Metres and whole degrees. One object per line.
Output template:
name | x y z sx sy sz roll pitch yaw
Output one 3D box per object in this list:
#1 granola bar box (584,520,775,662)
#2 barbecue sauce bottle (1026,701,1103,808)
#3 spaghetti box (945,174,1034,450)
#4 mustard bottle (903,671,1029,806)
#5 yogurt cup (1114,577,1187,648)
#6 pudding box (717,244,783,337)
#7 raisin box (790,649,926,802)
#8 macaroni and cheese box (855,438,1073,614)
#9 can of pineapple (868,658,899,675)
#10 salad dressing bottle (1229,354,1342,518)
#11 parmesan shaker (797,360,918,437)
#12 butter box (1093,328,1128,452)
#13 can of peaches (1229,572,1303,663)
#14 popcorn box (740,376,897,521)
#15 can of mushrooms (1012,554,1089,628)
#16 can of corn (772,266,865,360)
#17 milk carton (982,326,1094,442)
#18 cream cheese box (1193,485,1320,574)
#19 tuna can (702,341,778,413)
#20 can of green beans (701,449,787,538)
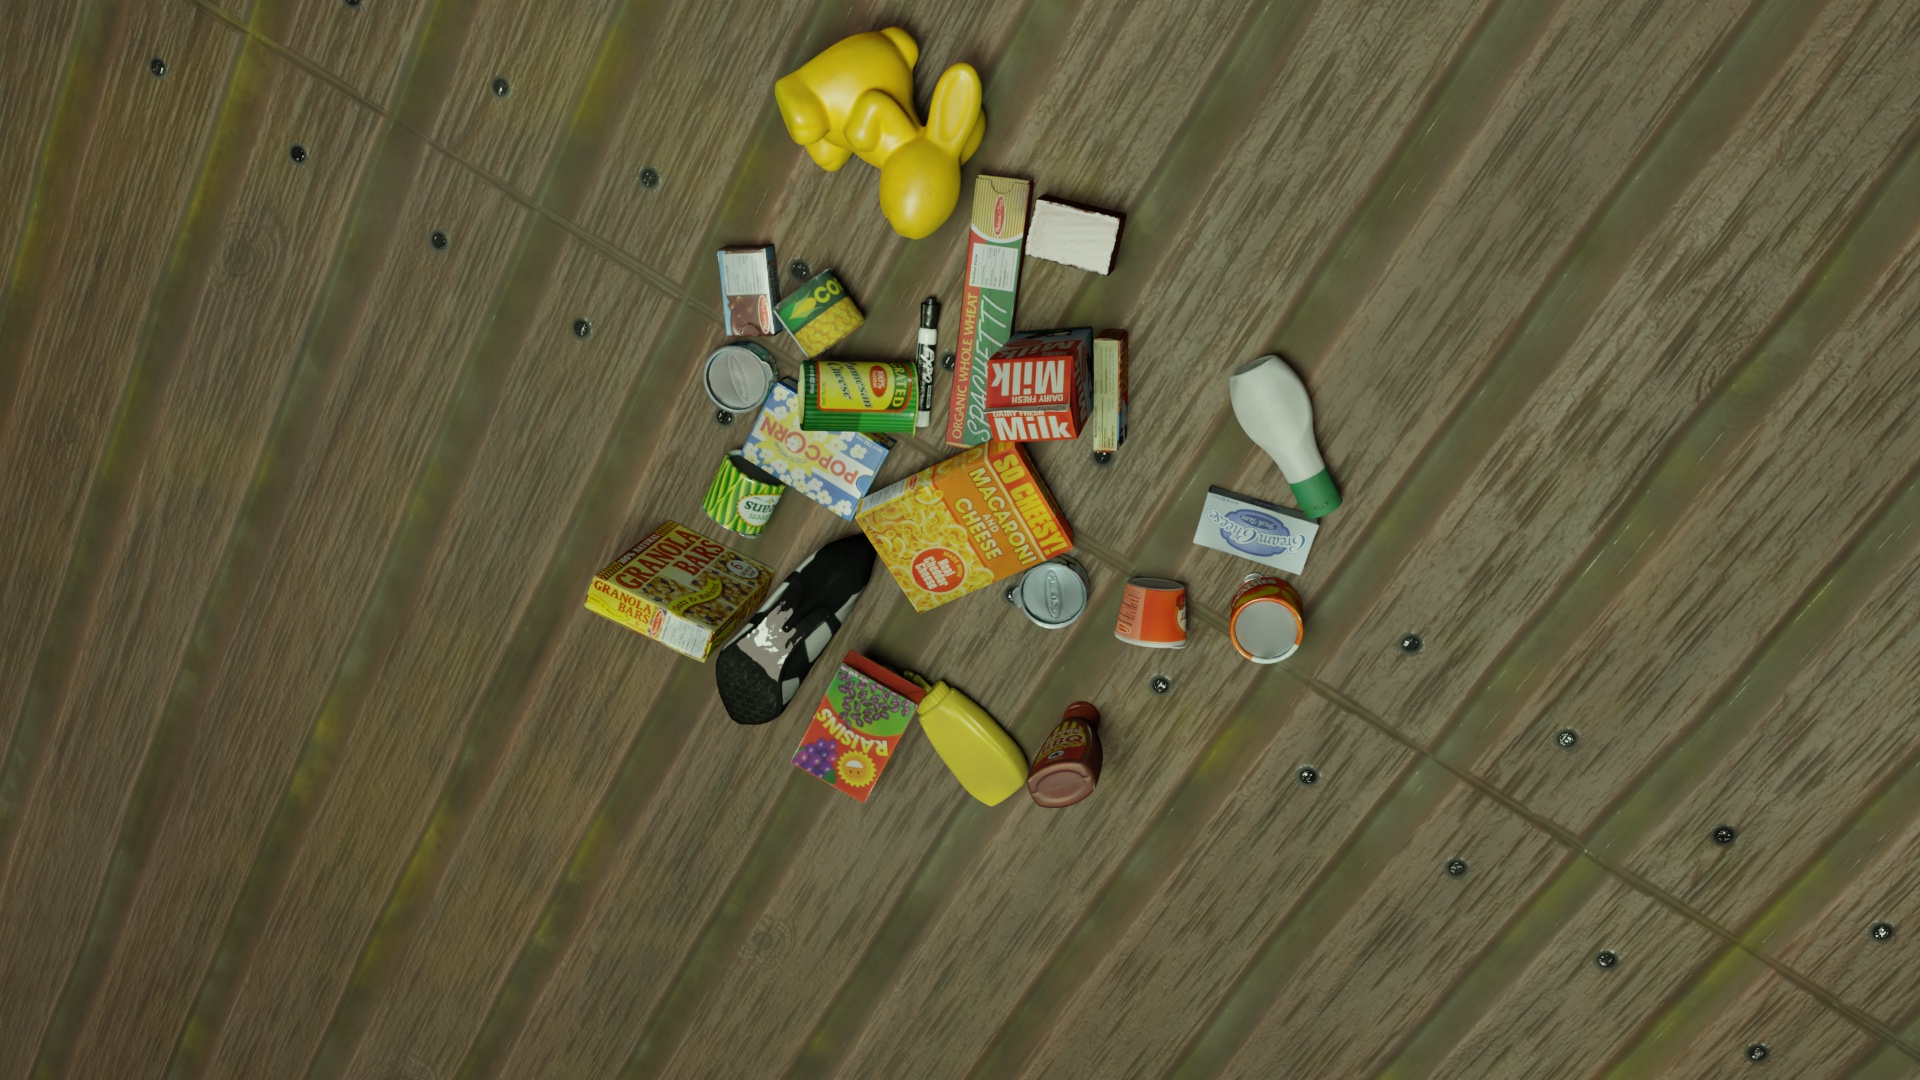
granola bar box | -0.265 0.046 1.333 0.124 0.166 0.039 25 112 4
barbecue sauce bottle | 0.105 0.197 1.305 0.065 0.149 0.043 -20 101 18
spaghetti box | 0.025 -0.204 1.264 0.050 0.029 0.249 10 109 9
mustard bottle | 0.000 0.187 1.380 0.065 0.049 0.160 -38 95 20
yogurt cup | 0.180 0.066 1.295 0.072 0.072 0.053 6 100 11
pudding box | -0.198 -0.234 1.304 0.049 0.030 0.083 0 107 12
raisin box | -0.099 0.180 1.341 0.086 0.040 0.123 28 110 1
macaroni and cheese box | 0.005 -0.016 1.303 0.166 0.040 0.123 -24 117 16
can of pineapple | -0.093 0.157 1.386 0.071 0.058 0.070 4 108 11
salad dressing bottle | 0.291 -0.090 1.232 0.064 0.044 0.147 -26 101 17
parmesan shaker | -0.095 -0.129 1.272 0.103 0.071 0.071 0 109 -12
butter box | 0.135 -0.135 1.247 0.024 0.053 0.103 3 107 15
can of peaches | 0.280 0.071 1.276 0.071 0.058 0.071 4 108 12
popcorn box | -0.136 -0.088 1.331 0.127 0.038 0.085 31 110 2
can of mushrooms | 0.087 0.047 1.325 0.071 0.033 0.070 4 108 11
can of corn | -0.128 -0.208 1.276 0.071 0.071 0.058 -33 98 20
milk carton | 0.070 -0.131 1.189 0.072 0.191 0.073 -1 107 13
cream cheese box | 0.270 -0.009 1.271 0.104 0.024 0.053 17 111 7
tuna can | -0.207 -0.157 1.328 0.071 0.033 0.070 4 108 12
can of green beans | -0.209 -0.047 1.345 0.071 0.071 0.057 31 111 2
